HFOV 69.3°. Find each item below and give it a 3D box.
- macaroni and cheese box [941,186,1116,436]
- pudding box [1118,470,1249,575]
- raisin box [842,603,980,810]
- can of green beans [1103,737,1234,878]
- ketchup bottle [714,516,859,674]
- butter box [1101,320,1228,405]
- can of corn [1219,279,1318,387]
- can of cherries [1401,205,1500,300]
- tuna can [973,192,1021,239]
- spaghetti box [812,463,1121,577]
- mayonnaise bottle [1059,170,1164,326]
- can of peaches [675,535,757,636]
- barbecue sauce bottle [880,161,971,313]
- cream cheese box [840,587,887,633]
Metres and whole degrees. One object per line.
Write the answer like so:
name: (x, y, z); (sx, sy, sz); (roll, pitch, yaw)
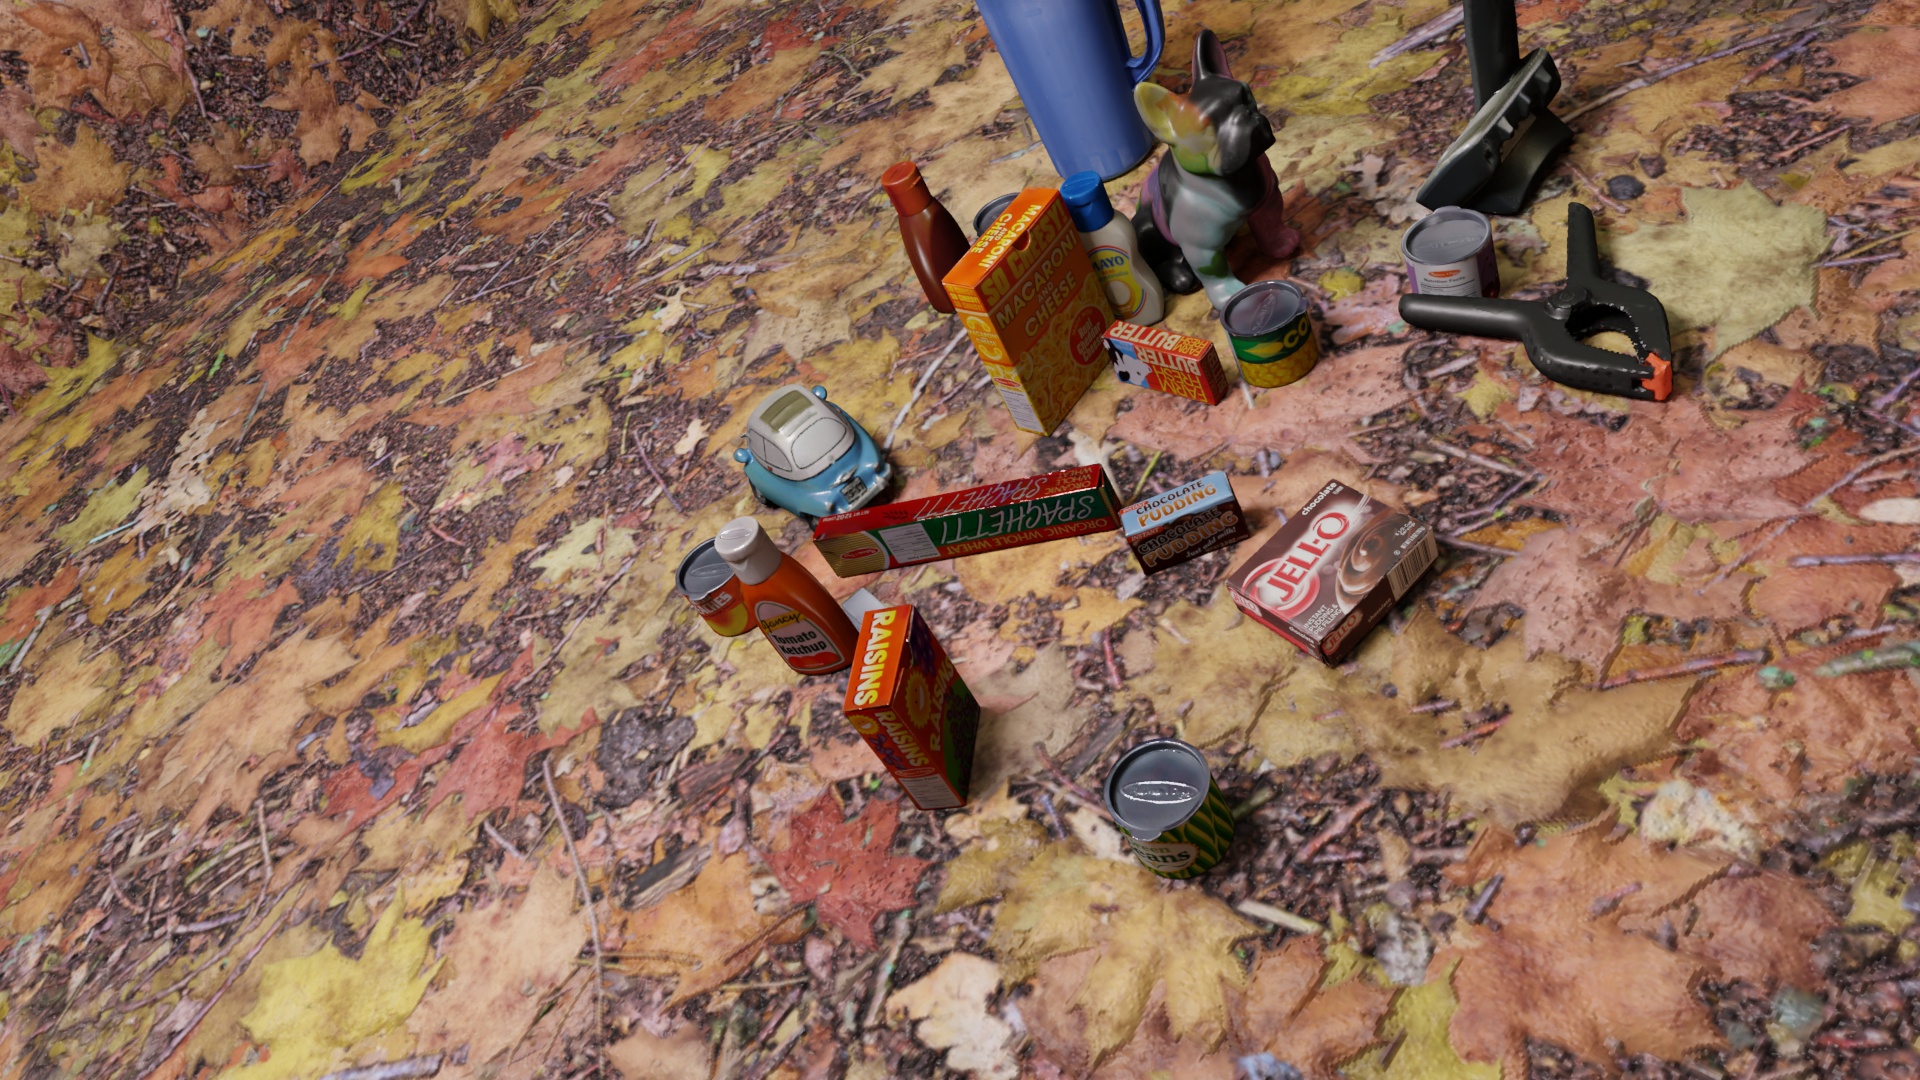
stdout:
macaroni and cheese box: (0.065, -0.189, 1.156); (0.040, 0.165, 0.124); (17, 59, 41)
pudding box: (0.163, -0.013, 1.010); (0.083, 0.049, 0.030); (-21, 42, 11)
raisin box: (-0.030, 0.114, 0.940); (0.040, 0.123, 0.086); (-10, 45, 23)
can of green beans: (0.128, 0.164, 0.847); (0.071, 0.057, 0.071); (-16, 43, 16)
ketchup bottle: (-0.134, 0.042, 1.054); (0.064, 0.148, 0.044); (-9, 45, 23)
butter box: (0.168, -0.146, 1.139); (0.103, 0.053, 0.024); (22, 63, 43)
can of corn: (0.249, -0.164, 1.105); (0.071, 0.058, 0.071); (-16, 43, 16)
can of cherries: (0.382, -0.216, 1.078); (0.071, 0.058, 0.072); (-16, 43, 16)
tuna can: (0.047, -0.315, 1.394); (0.071, 0.032, 0.071); (-16, 43, 16)
spaghetti box: (0.004, -0.014, 1.105); (0.250, 0.050, 0.029); (-10, 45, 22)
mayonnaise bottle: (0.126, -0.246, 1.191); (0.064, 0.147, 0.041); (-12, 44, 21)
can of peaches: (-0.196, 0.040, 1.163); (0.071, 0.058, 0.071); (-16, 43, 16)
barbecue sauce bottle: (-0.028, -0.291, 1.327); (0.043, 0.148, 0.065); (11, 56, 38)
cream cheese box: (-0.046, 0.080, 1.037); (0.024, 0.053, 0.104); (-40, 42, -11)
